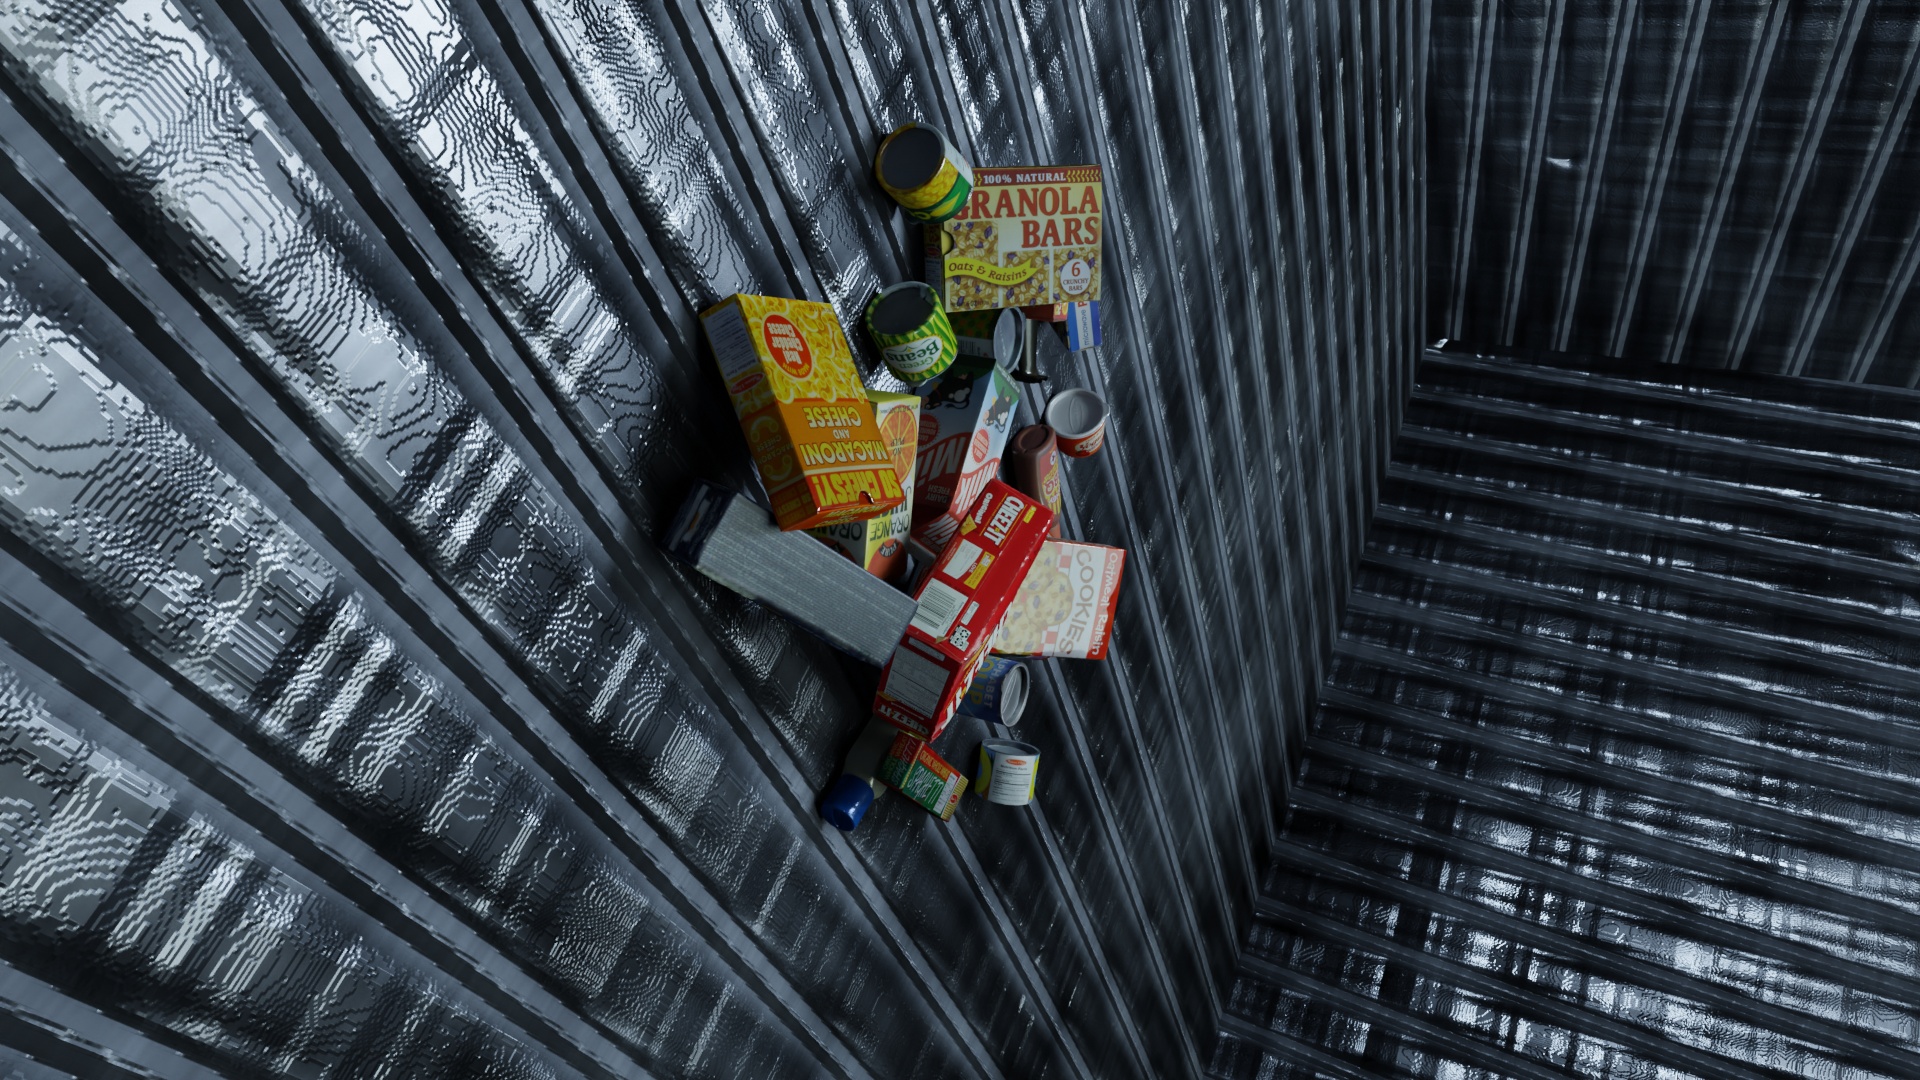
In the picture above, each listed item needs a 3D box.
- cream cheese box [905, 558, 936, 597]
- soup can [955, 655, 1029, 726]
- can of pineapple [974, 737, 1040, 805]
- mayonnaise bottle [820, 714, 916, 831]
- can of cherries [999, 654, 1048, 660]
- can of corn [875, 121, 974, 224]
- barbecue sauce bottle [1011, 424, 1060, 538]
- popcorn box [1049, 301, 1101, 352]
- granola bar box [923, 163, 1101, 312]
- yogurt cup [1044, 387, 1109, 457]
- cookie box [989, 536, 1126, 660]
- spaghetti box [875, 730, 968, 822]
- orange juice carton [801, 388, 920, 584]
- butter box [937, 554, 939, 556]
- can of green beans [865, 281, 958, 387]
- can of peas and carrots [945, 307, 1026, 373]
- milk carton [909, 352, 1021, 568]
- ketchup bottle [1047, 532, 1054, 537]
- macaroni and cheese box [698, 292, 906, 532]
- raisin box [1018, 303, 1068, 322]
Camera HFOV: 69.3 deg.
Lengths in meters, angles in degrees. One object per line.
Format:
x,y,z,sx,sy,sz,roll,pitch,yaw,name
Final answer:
-0.022,0.062,1.363,0.053,0.024,0.103,-67,151,-21,cream cheese box
0.018,0.146,1.408,0.071,0.084,0.071,-34,129,-56,soup can
0.051,0.256,1.541,0.071,0.071,0.057,-1,101,-64,can of pineapple
-0.077,0.201,1.284,0.064,0.041,0.149,85,29,-43,mayonnaise bottle
0.075,0.100,1.530,0.058,0.071,0.071,19,83,-65,can of cherries
-0.032,-0.304,1.158,0.058,0.071,0.071,29,73,-62,can of corn
0.086,-0.050,1.517,0.065,0.043,0.147,-56,147,-46,barbecue sauce bottle
0.111,-0.270,1.440,0.085,0.038,0.126,-112,-170,-53,popcorn box
0.049,-0.274,1.253,0.166,0.039,0.123,-9,107,-26,granola bar box
0.131,-0.129,1.557,0.053,0.072,0.073,72,37,-58,yogurt cup
0.088,0.059,1.452,0.168,0.040,0.122,7,96,-33,cookie box
-0.033,0.230,1.335,0.050,0.029,0.249,-64,164,-12,spaghetti box
-0.087,-0.026,1.141,0.072,0.073,0.192,-19,117,-61,orange juice carton
0.005,-0.017,1.387,0.053,0.024,0.103,14,87,-65,butter box
-0.042,-0.178,1.183,0.071,0.071,0.057,-65,150,-27,can of green beans
0.022,-0.195,1.313,0.071,0.059,0.070,-35,131,-56,can of peas and carrots
-0.012,-0.072,1.275,0.072,0.073,0.191,39,65,-62,milk carton
0.093,0.032,1.513,0.148,0.043,0.065,45,58,-38,ketchup bottle
-0.112,-0.094,1.013,0.124,0.040,0.166,-11,78,-62,macaroni and cheese box
0.064,-0.276,1.336,0.040,0.086,0.123,-19,117,-63,raisin box
